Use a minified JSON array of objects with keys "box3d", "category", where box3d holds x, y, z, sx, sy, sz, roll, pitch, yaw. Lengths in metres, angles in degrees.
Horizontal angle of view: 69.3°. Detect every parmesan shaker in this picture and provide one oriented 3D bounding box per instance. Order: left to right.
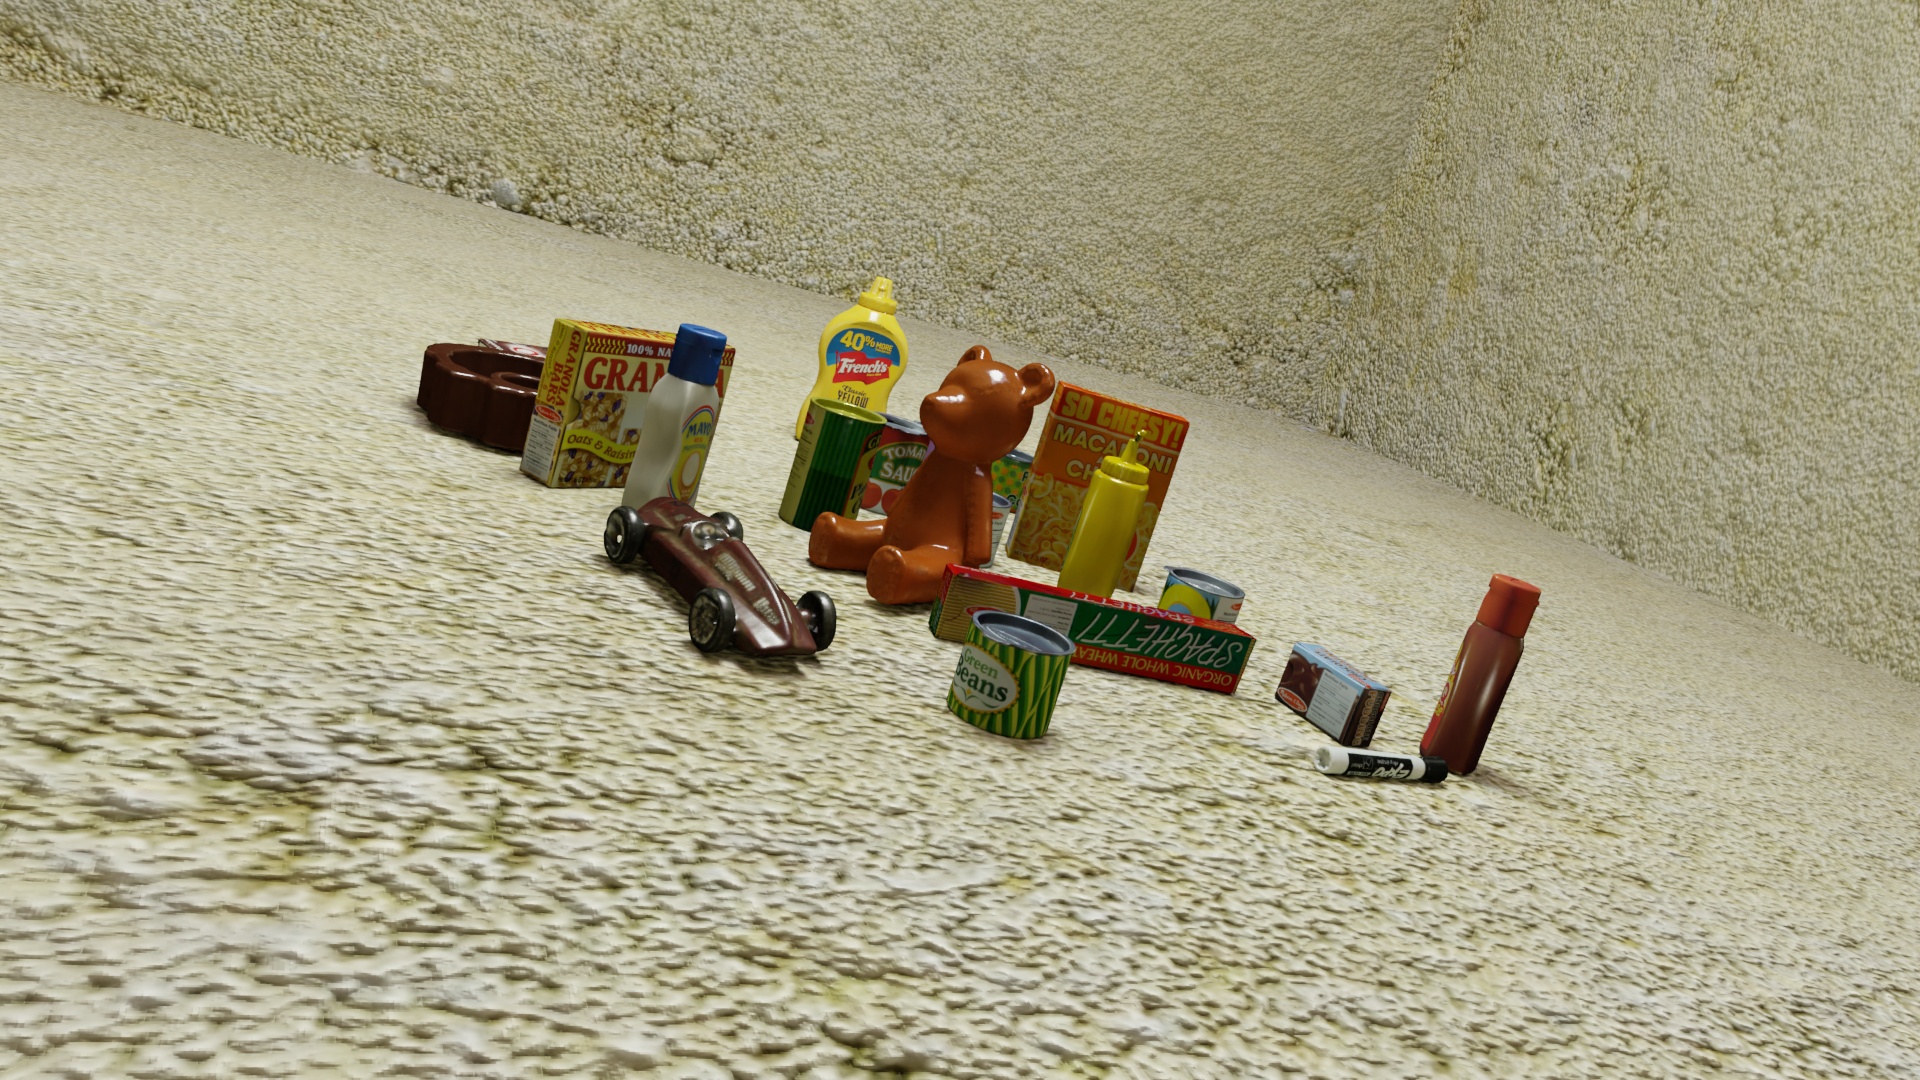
[{"box3d":[-0.108,-0.062,1.167,0.071,0.102,0.071,17,13,-4],"category":"parmesan shaker"}]

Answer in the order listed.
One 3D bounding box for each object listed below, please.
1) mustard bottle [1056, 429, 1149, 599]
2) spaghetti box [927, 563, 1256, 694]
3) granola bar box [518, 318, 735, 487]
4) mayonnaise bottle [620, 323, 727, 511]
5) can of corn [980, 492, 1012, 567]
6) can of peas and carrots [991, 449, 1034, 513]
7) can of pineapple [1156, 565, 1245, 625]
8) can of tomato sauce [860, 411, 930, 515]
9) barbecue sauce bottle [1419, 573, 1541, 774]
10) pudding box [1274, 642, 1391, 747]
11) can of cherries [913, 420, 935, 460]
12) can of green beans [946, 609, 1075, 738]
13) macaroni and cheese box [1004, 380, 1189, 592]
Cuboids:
[{"box3d":[0.123,-0.018,1.158,0.049,0.159,0.065,20,13,9],"category":"mustard bottle"},{"box3d":[0.099,0.067,1.020,0.250,0.050,0.029,12,14,-20],"category":"spaghetti box"},{"box3d":[-0.260,-0.105,1.103,0.039,0.124,0.166,24,15,29],"category":"granola bar box"},{"box3d":[-0.210,-0.086,1.035,0.041,0.147,0.065,22,13,19],"category":"mayonnaise bottle"},{"box3d":[0.004,-0.015,1.217,0.071,0.058,0.071,17,13,-4],"category":"can of corn"},{"box3d":[0.049,-0.066,1.481,0.071,0.058,0.071,17,13,-4],"category":"can of peas and carrots"},{"box3d":[0.195,0.060,1.155,0.071,0.057,0.071,17,13,-4],"category":"can of pineapple"},{"box3d":[-0.068,-0.071,1.298,0.071,0.083,0.071,17,13,-4],"category":"can of tomato sauce"},{"box3d":[0.392,0.100,1.045,0.044,0.148,0.065,22,13,19],"category":"barbecue sauce bottle"},{"box3d":[0.281,0.116,1.053,0.030,0.049,0.084,10,15,-30],"category":"pudding box"},{"box3d":[-0.025,-0.090,1.486,0.071,0.058,0.071,17,13,-4],"category":"can of cherries"},{"box3d":[0.030,0.082,0.853,0.071,0.057,0.071,17,13,-4],"category":"can of green beans"},{"box3d":[0.124,-0.050,1.274,0.124,0.166,0.040,16,13,-7],"category":"macaroni and cheese box"}]
